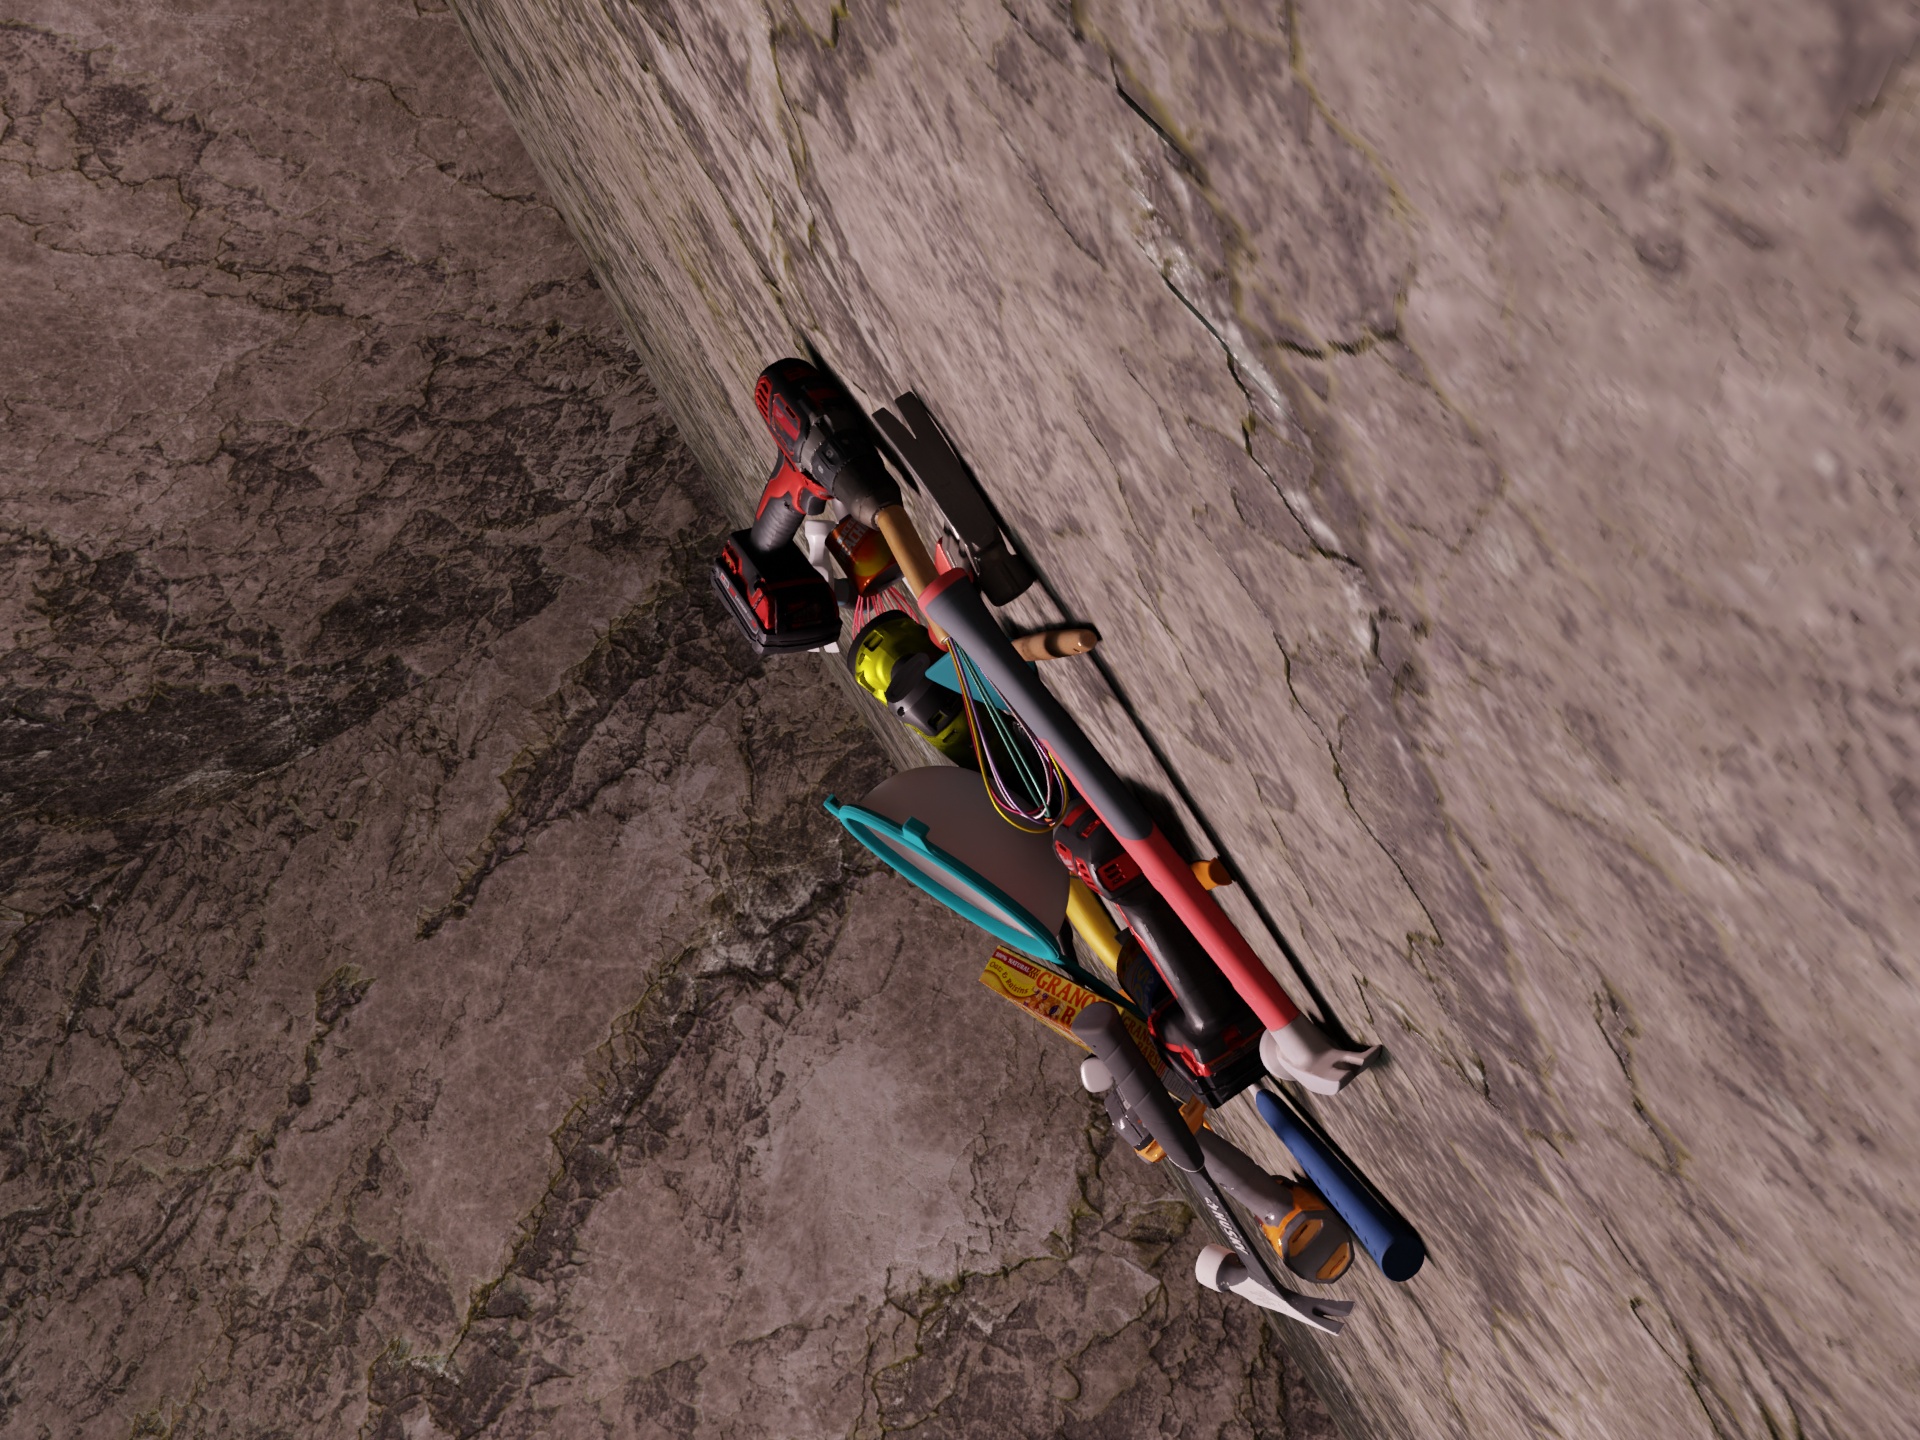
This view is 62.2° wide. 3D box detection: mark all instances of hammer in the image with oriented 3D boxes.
[{"bbox_3d":[0.237,0.297,1.281,0.144,0.035,0.406,61,173,-29],"label":"hammer"},{"bbox_3d":[0.088,0.172,1.492,0.127,0.034,0.337,-10,-98,-80],"label":"hammer"},{"bbox_3d":[0.184,0.350,1.229,0.149,0.036,0.408,10,142,44],"label":"hammer"},{"bbox_3d":[-0.125,-0.137,1.687,0.331,0.033,0.128,-30,-57,-84],"label":"hammer"},{"bbox_3d":[-0.010,-0.115,1.171,0.149,0.036,0.359,57,174,7],"label":"hammer"},{"bbox_3d":[0.106,0.062,0.961,0.386,0.038,0.143,52,171,5],"label":"hammer"}]

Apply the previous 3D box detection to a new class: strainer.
[{"bbox_3d":[0.060,0.134,1.308,0.340,0.095,0.211,37,168,-21],"label":"strainer"}]

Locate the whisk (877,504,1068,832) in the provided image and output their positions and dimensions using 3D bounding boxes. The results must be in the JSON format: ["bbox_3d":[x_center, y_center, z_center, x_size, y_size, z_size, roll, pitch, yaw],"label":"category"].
[{"bbox_3d":[0.003,-0.036,1.055,0.245,0.047,0.051,63,-173,12],"label":"whisk"}]

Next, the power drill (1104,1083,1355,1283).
[{"bbox_3d":[0.237,0.391,1.412,0.226,0.084,0.185,40,178,1],"label":"power drill"}]

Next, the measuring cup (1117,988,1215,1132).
[{"bbox_3d":[0.215,0.321,1.521,0.174,0.052,0.095,54,173,18],"label":"measuring cup"}]

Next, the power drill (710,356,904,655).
[{"bbox_3d":[-0.123,-0.159,1.308,0.188,0.080,0.226,53,139,33],"label":"power drill"}]

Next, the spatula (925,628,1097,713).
[{"bbox_3d":[0.043,-0.038,1.086,0.082,0.044,0.317,23,176,-9],"label":"spatula"}]

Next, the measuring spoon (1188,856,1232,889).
[{"bbox_3d":[0.158,0.102,1.035,0.021,0.011,0.117,57,174,6],"label":"measuring spoon"}]

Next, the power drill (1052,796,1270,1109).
[{"bbox_3d":[0.138,0.150,1.116,0.219,0.078,0.143,59,174,-13],"label":"power drill"}]

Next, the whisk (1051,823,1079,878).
[{"bbox_3d":[0.122,0.125,1.299,0.059,0.058,0.246,23,-176,-23],"label":"whisk"}]

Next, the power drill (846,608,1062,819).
[{"bbox_3d":[-0.002,-0.004,1.400,0.190,0.080,0.229,40,-178,-26],"label":"power drill"}]

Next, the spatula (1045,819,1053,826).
[{"bbox_3d":[0.040,0.051,1.633,0.323,0.041,0.081,-120,26,-54],"label":"spatula"}]

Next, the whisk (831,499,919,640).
[{"bbox_3d":[-0.088,-0.139,1.597,0.073,0.073,0.295,54,168,34],"label":"whisk"}]
